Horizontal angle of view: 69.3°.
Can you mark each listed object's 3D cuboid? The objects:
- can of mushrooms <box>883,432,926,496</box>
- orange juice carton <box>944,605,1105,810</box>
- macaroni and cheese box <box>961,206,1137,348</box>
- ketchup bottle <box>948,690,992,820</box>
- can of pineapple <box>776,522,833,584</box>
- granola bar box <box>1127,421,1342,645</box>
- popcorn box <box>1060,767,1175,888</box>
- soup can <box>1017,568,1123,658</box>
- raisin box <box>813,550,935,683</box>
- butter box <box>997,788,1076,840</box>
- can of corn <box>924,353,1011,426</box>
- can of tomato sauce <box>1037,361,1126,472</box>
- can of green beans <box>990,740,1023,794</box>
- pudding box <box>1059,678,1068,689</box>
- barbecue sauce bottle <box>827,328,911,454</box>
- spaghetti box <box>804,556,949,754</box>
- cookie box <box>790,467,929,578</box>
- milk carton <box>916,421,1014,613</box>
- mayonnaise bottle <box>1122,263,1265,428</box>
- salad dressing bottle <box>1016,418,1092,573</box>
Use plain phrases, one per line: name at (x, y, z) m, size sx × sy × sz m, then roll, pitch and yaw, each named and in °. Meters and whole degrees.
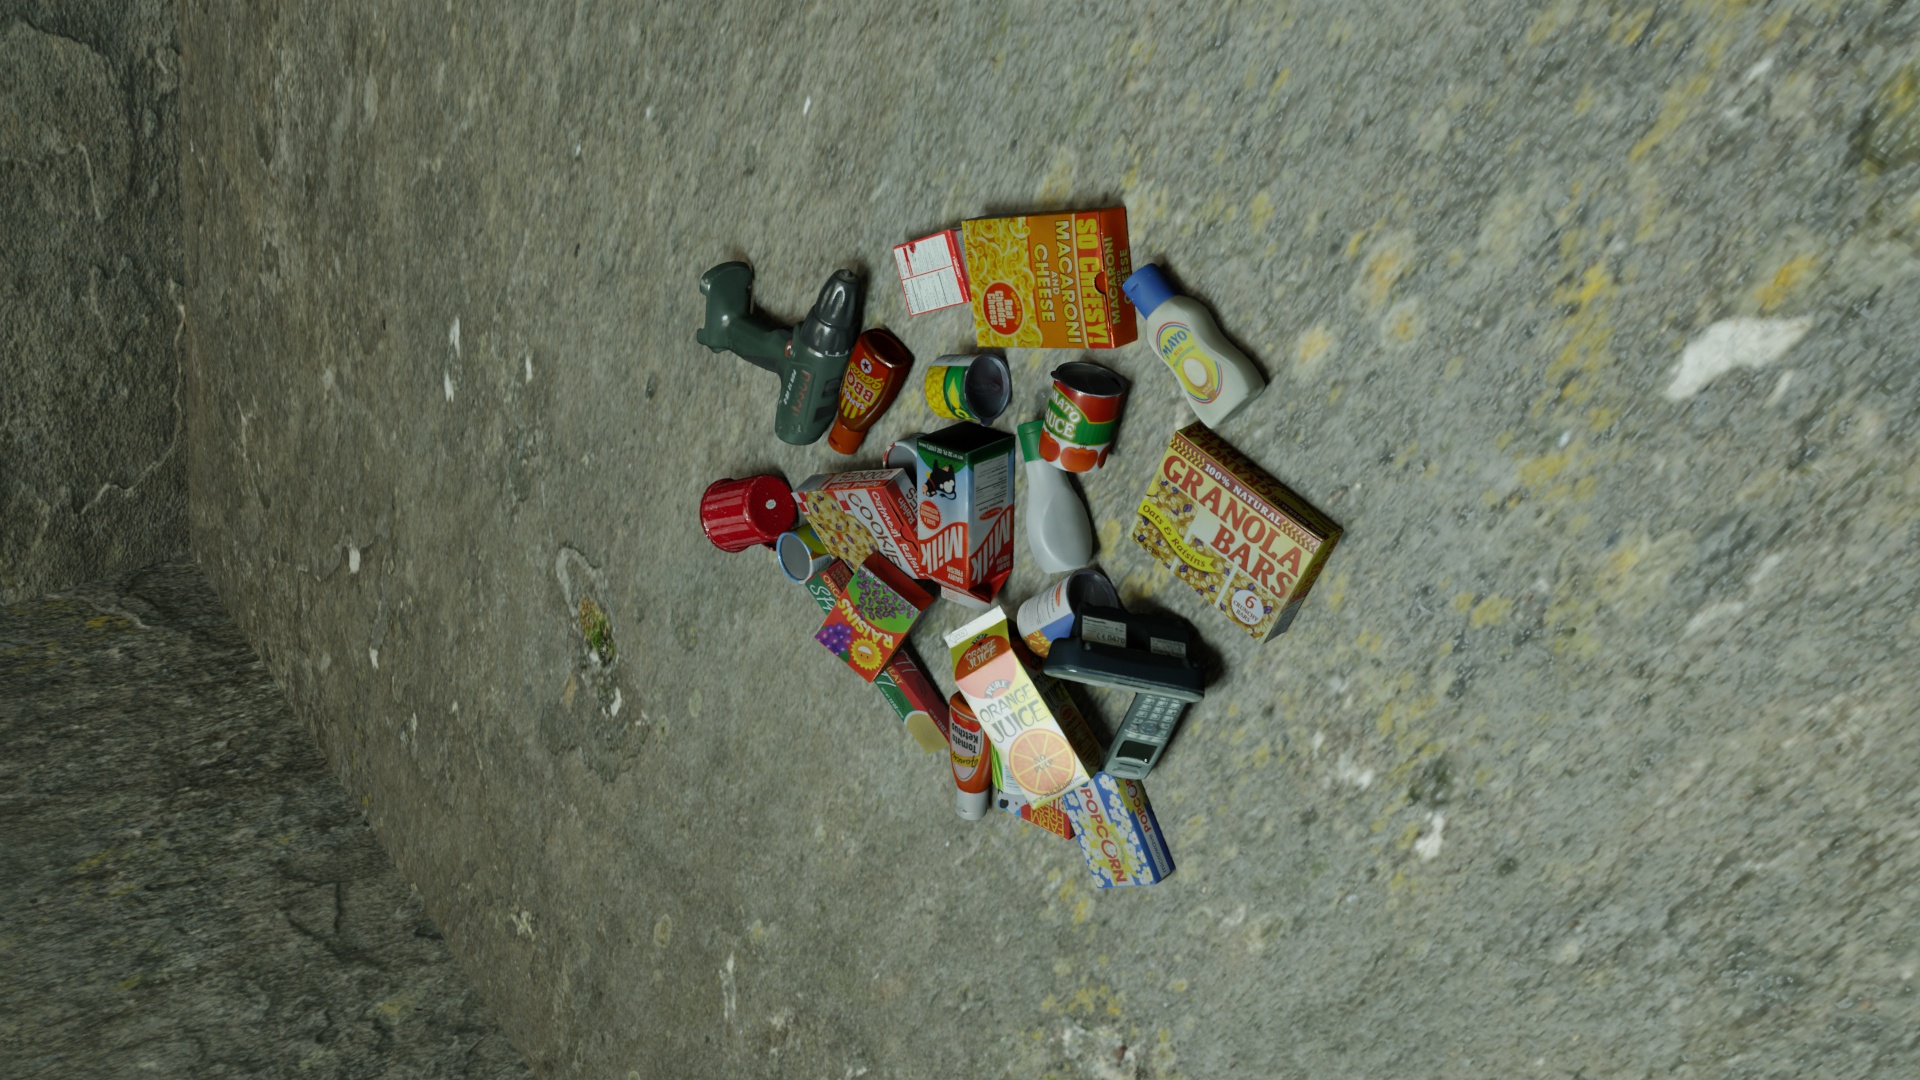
can of mushrooms at (-0.050, -0.077, 1.490) m, size 0.071 × 0.033 × 0.070 m, roll 22°, pitch 123°, yaw 38°
orange juice carton at (0.061, 0.163, 1.393) m, size 0.071 × 0.073 × 0.192 m, roll -33°, pitch 87°, yaw 20°
macaroni and cheese box at (0.080, -0.240, 1.284) m, size 0.166 × 0.040 × 0.123 m, roll 8°, pitch 113°, yaw 44°
ketchup bottle at (0.016, 0.241, 1.550) m, size 0.065 × 0.044 × 0.148 m, roll 23°, pitch 123°, yaw 37°
can of pineapple at (-0.176, 0.011, 1.636) m, size 0.071 × 0.058 × 0.070 m, roll 20°, pitch 120°, yaw 39°
granola bar box at (0.237, -0.007, 1.224) m, size 0.166 × 0.039 × 0.123 m, roll 41°, pitch 131°, yaw 26°
popcorn box at (0.158, 0.293, 1.431) m, size 0.085 × 0.038 × 0.126 m, roll -20°, pitch 92°, yaw 49°
soup can at (0.108, 0.074, 1.372) m, size 0.083 × 0.071 × 0.071 m, roll -34°, pitch 81°, yaw 48°
raisin box at (-0.095, 0.084, 1.520) m, size 0.086 × 0.040 × 0.122 m, roll 38°, pitch 123°, yaw 6°
butter box at (0.085, 0.282, 1.511) m, size 0.103 × 0.024 × 0.053 m, roll 17°, pitch 119°, yaw 41°
can of corn at (0.007, -0.150, 1.376) m, size 0.058 × 0.071 × 0.071 m, roll 7°, pitch 112°, yaw 44°
can of tomato sauce at (0.110, -0.114, 1.285) m, size 0.071 × 0.071 × 0.082 m, roll 34°, pitch 129°, yaw 31°
can of green beans at (0.065, 0.229, 1.478) m, size 0.071 × 0.071 × 0.057 m, roll 16°, pitch 118°, yaw 41°
pudding box at (0.072, 0.144, 1.462) m, size 0.084 × 0.030 × 0.049 m, roll 31°, pitch 128°, yaw 33°
barbecue sauce bottle at (-0.104, -0.156, 1.504) m, size 0.065 × 0.044 × 0.147 m, roll 47°, pitch 134°, yaw 18°
spaghetti box at (-0.088, 0.133, 1.586) m, size 0.050 × 0.029 × 0.250 m, roll -32°, pitch 95°, yaw 47°
cookie box at (-0.097, -0.016, 1.524) m, size 0.167 × 0.040 × 0.122 m, roll -1°, pitch 126°, yaw 49°
milk carton at (0.005, -0.018, 1.429) m, size 0.072 × 0.074 × 0.189 m, roll 19°, pitch 120°, yaw 39°
mayonnaise bottle at (0.196, -0.171, 1.195) m, size 0.148 × 0.041 × 0.064 m, roll 55°, pitch 138°, yaw 12°
salad dressing bottle at (0.088, -0.043, 1.348) m, size 0.044 × 0.064 × 0.147 m, roll -13°, pitch 89°, yaw 57°
